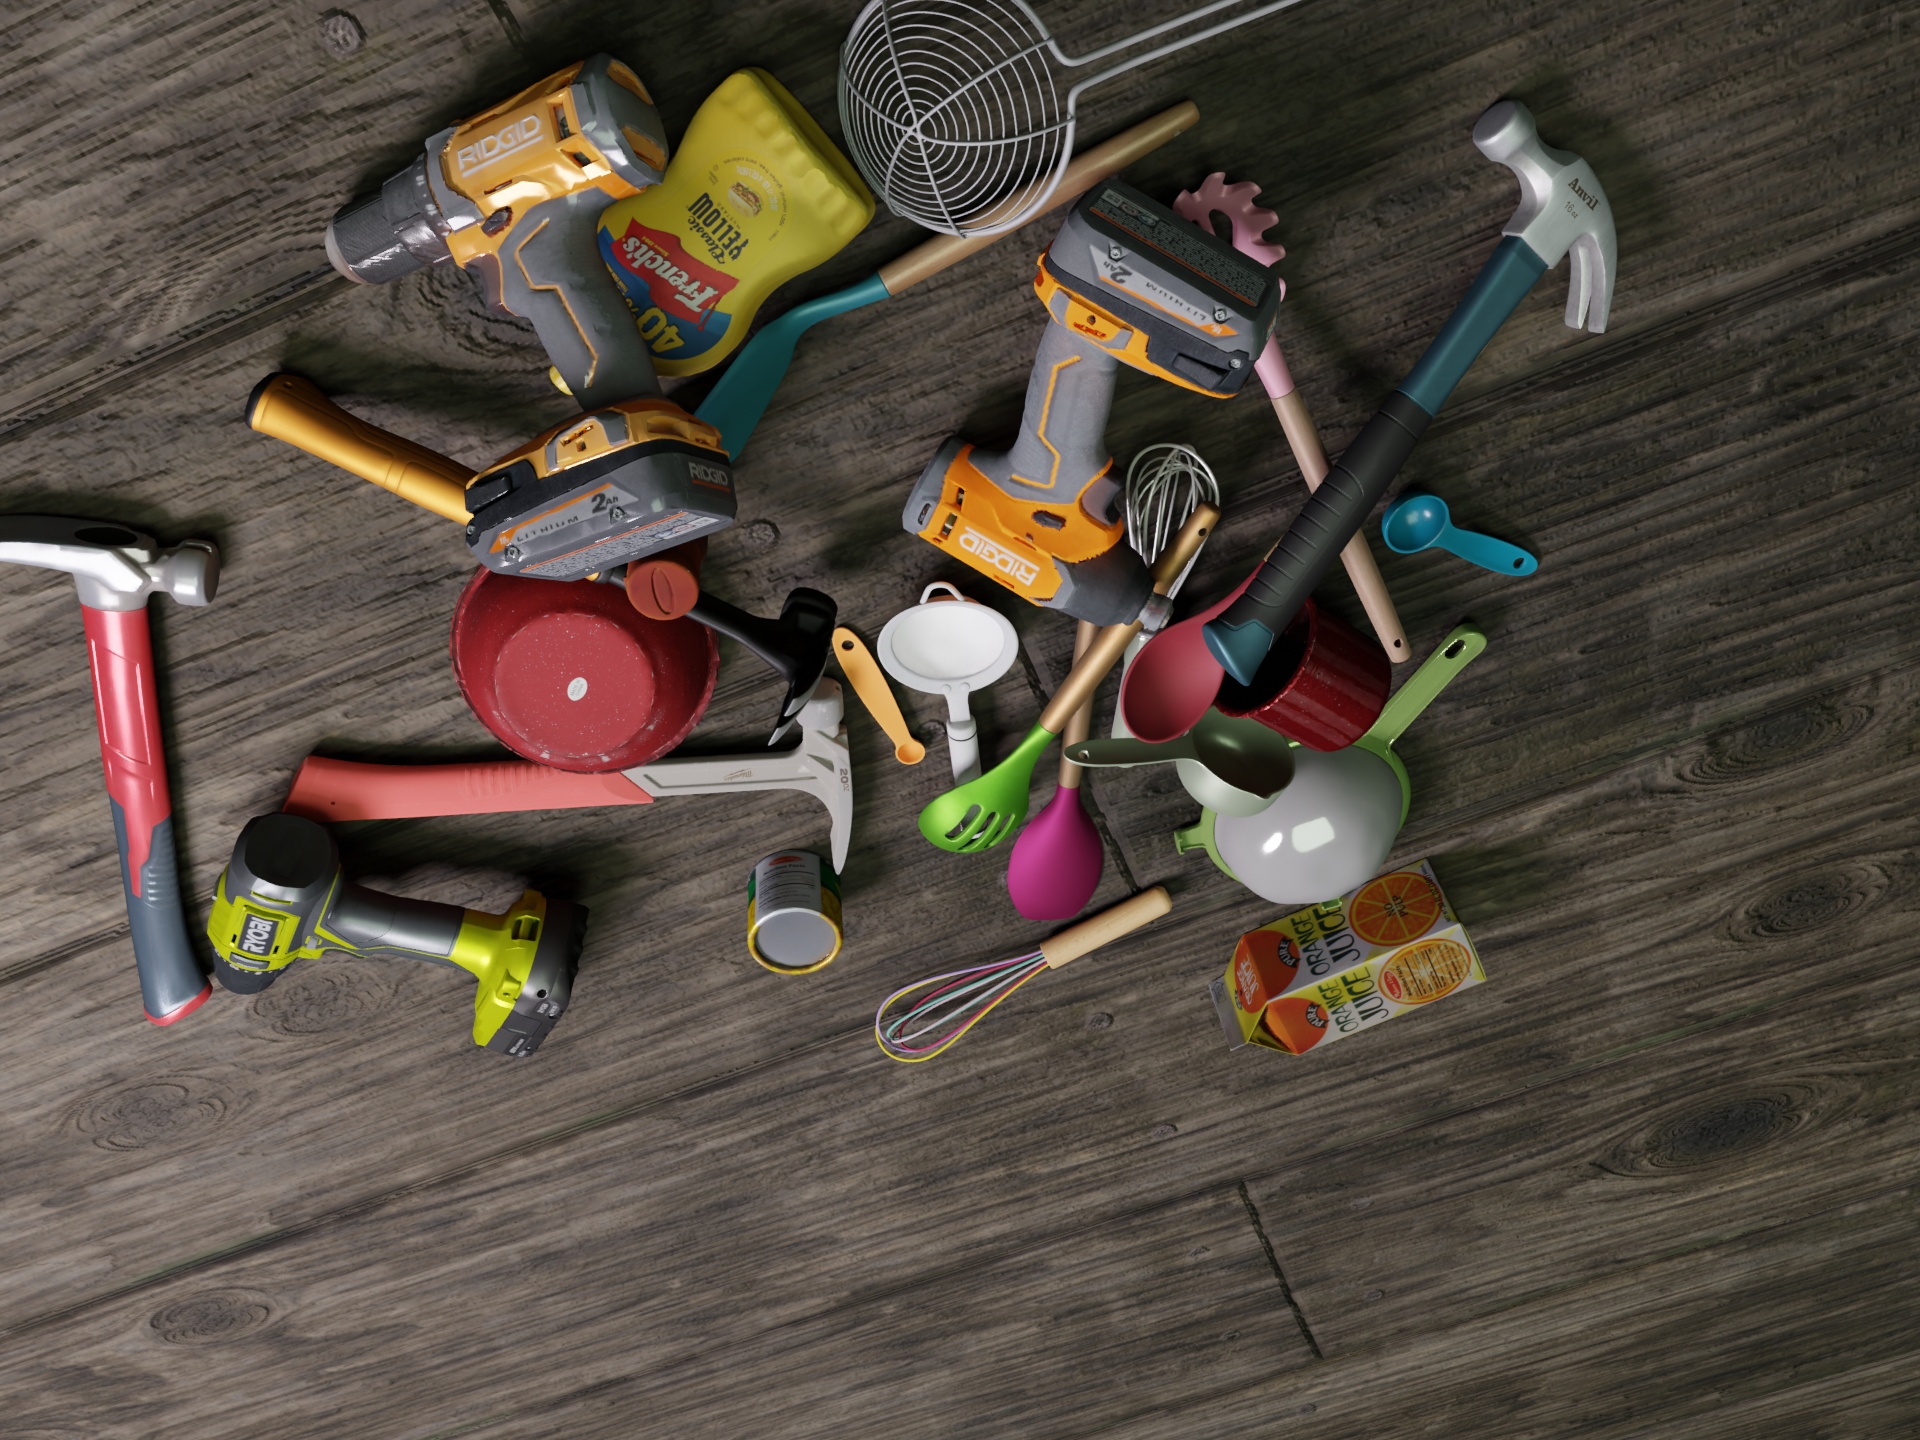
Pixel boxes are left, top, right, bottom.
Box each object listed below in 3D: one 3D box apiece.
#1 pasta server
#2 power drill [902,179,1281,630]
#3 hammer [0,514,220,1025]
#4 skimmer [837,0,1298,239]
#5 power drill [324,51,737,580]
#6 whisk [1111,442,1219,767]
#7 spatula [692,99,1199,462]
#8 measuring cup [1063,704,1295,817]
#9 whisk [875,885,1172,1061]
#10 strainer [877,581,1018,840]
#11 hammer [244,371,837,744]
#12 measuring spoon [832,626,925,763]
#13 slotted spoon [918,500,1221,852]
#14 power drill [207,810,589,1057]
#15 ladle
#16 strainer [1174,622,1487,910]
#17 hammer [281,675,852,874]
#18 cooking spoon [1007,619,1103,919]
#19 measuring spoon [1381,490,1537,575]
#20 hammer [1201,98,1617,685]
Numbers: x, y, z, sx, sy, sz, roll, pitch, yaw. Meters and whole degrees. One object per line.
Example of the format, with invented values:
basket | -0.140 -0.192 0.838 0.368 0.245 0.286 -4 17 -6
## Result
pasta server | 0.195 -0.161 0.900 0.060 0.040 0.316 -28 113 6
power drill | 0.080 -0.152 0.860 0.164 0.084 0.226 31 131 0
hammer | -0.532 0.047 0.998 0.143 0.038 0.386 6 126 -11
skimmer | 0.117 -0.350 0.787 0.363 0.090 0.127 -22 116 -3
power drill | -0.214 -0.184 0.773 0.185 0.084 0.226 -16 85 20
whisk | 0.119 -0.065 0.998 0.059 0.058 0.246 22 132 19
spatula | -0.013 -0.236 0.846 0.317 0.082 0.044 -27 83 9
measuring cup | 0.138 0.030 1.037 0.167 0.083 0.038 -1 141 -22
whisk | 0.047 0.188 1.179 0.245 0.047 0.051 -28 139 9
strainer | -0.002 -0.003 1.029 0.087 0.050 0.258 -4 133 3
hammer | -0.228 -0.097 0.873 0.336 0.127 0.034 26 121 -11
measuring spoon | -0.053 -0.017 1.032 0.021 0.011 0.116 -22 123 11
slotted spoon | 0.067 -0.015 0.990 0.070 0.031 0.313 14 128 -30
power drill | -0.383 0.153 1.064 0.228 0.080 0.190 19 140 -20
ladle | 0.205 -0.112 0.955 0.069 0.031 0.315 31 107 -33
strainer | 0.275 0.044 1.082 0.151 0.069 0.256 22 123 -22
hammer | -0.251 0.048 1.037 0.359 0.037 0.149 -3 127 -6
cooking spoon | 0.076 0.022 1.071 0.068 0.017 0.318 -1 128 -8
measuring spoon | 0.314 -0.117 1.003 0.128 0.021 0.042 14 124 -29
hammer | 0.241 -0.164 0.881 0.128 0.033 0.331 32 98 -26
